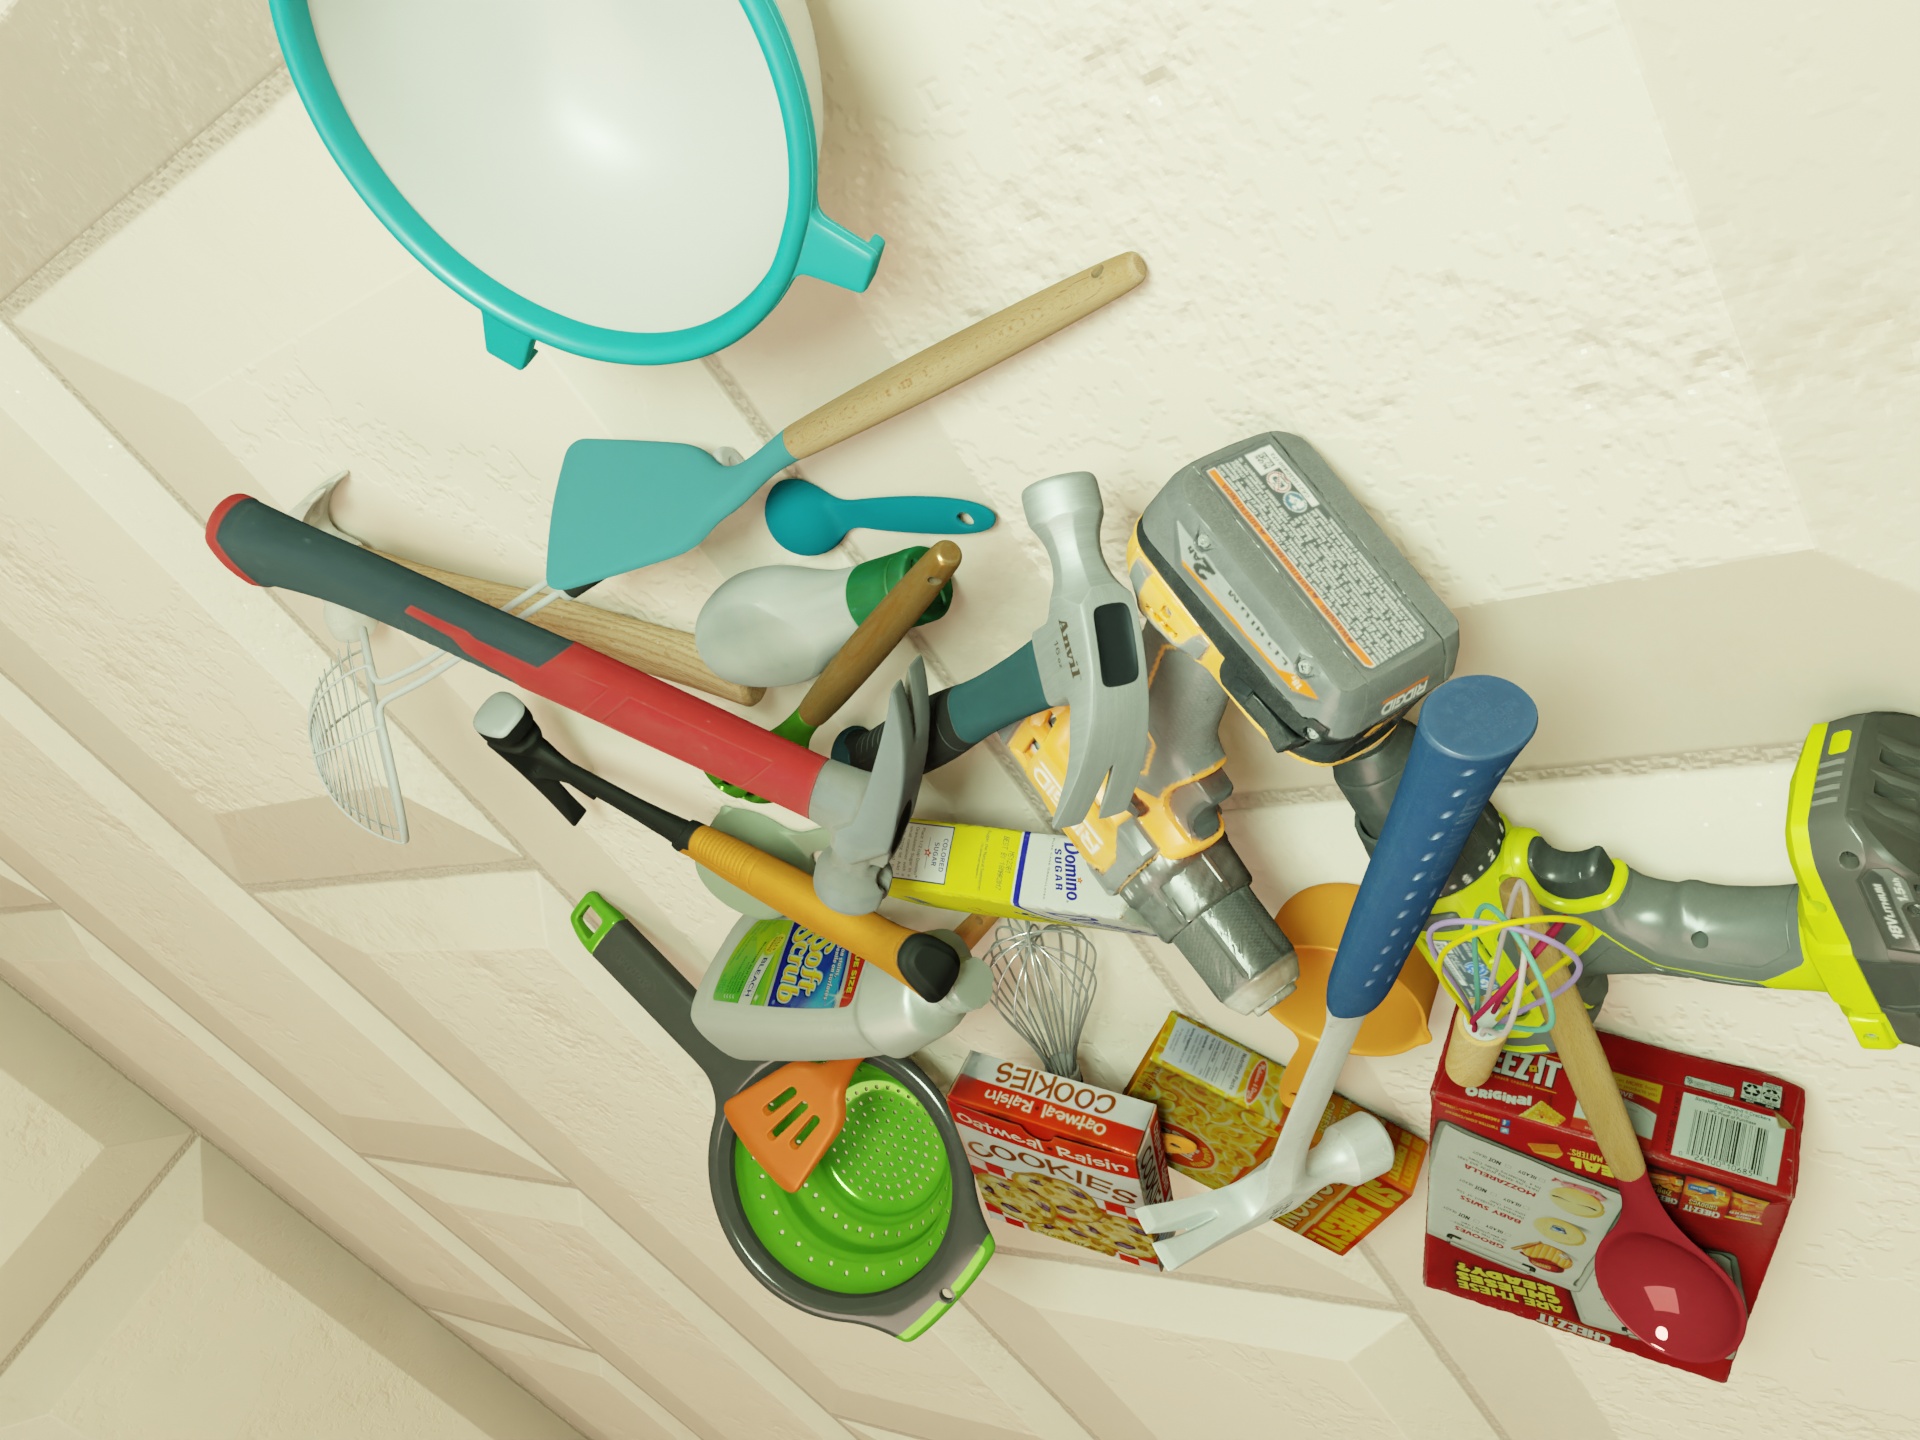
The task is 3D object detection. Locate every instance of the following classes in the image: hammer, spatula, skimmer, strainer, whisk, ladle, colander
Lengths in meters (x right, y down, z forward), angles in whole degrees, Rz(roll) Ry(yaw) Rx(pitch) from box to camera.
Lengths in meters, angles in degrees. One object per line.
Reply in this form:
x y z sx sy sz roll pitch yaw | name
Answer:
-0.140 0.081 0.930 0.337 0.034 0.127 24 160 29 | hammer
-0.060 -0.130 0.670 0.317 0.082 0.044 -18 148 38 | spatula
-0.234 -0.045 0.861 0.363 0.127 0.090 -27 160 27 | skimmer
-0.154 -0.287 0.529 0.211 0.095 0.340 -2 131 34 | strainer
0.216 0.116 0.637 0.051 0.047 0.244 52 176 26 | whisk
-0.260 -0.066 0.922 0.331 0.031 0.129 15 142 20 | hammer
0.163 0.129 0.684 0.035 0.144 0.405 58 159 34 | hammer
-0.001 -0.002 0.735 0.331 0.033 0.128 153 105 -67 | hammer
0.286 0.182 0.701 0.069 0.031 0.315 0 131 42 | ladle
-0.060 0.207 1.039 0.081 0.041 0.322 49 132 12 | spatula
0.061 0.207 0.996 0.070 0.070 0.284 14 145 22 | whisk
-0.197 -0.038 0.767 0.386 0.038 0.143 24 130 10 | hammer
-0.131 0.266 1.174 0.397 0.094 0.204 43 105 13 | colander

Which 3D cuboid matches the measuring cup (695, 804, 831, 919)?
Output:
-0.103 0.088 0.984 0.167 0.038 0.083 -12 126 46 | measuring cup

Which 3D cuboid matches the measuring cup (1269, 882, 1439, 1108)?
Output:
0.195 0.147 0.830 0.095 0.052 0.173 21 145 14 | measuring cup

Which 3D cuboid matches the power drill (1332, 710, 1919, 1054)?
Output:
0.277 0.062 0.648 0.228 0.080 0.190 -9 129 45 | power drill

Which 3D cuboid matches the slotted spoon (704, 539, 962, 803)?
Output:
-0.067 -0.013 0.785 0.070 0.031 0.313 17 153 -18 | slotted spoon

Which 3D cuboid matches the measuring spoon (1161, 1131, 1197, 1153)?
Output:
0.102 0.268 1.005 0.117 0.011 0.021 -12 127 47 | measuring spoon

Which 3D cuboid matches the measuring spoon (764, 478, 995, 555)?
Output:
-0.042 -0.090 0.740 0.129 0.021 0.042 5 137 33 | measuring spoon

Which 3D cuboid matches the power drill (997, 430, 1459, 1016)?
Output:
0.111 0.015 0.661 0.185 0.084 0.226 54 148 15 | power drill
